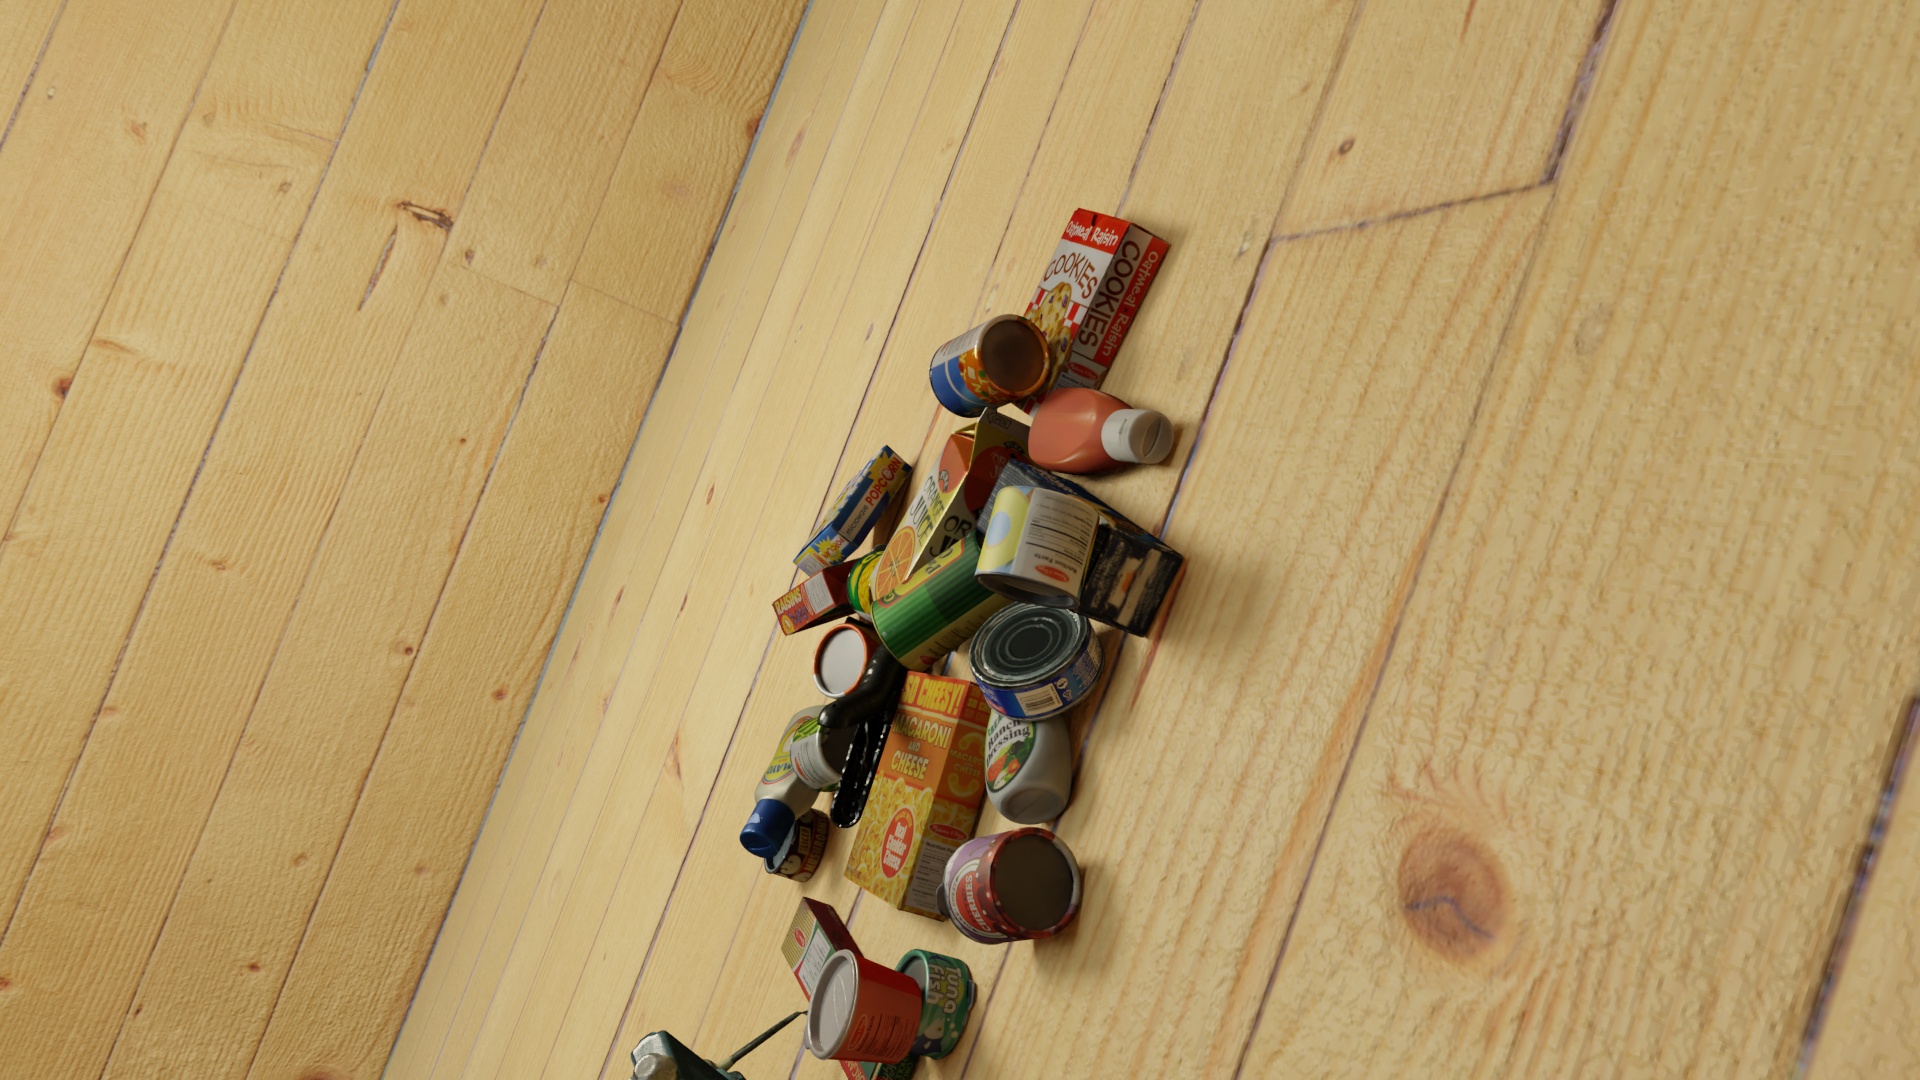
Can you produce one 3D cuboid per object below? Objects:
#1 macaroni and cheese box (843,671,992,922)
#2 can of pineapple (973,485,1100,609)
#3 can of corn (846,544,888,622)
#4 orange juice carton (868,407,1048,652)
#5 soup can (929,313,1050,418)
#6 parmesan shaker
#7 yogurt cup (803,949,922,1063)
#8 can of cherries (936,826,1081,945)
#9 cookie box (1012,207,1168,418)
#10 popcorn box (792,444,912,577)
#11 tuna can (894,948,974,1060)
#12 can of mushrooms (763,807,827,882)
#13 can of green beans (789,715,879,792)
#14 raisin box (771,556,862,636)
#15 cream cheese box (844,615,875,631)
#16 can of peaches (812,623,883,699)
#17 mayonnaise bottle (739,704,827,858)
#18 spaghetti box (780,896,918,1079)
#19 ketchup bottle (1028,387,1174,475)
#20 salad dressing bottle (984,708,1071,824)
[{"bbox_3d":[-0.026,0.185,1.035,0.123,0.040,0.166,-4,66,66],"label":"macaroni and cheese box"},{"bbox_3d":[0.046,0.005,0.847,0.071,0.071,0.058,-14,58,64],"label":"can of pineapple"},{"bbox_3d":[-0.059,0.040,1.209,0.058,0.071,0.071,8,77,66],"label":"can of corn"},{"bbox_3d":[0.004,-0.014,1.112,0.192,0.072,0.073,-60,24,20],"label":"orange juice carton"},{"bbox_3d":[0.024,-0.133,1.086,0.083,0.071,0.071,-13,57,63],"label":"soup can"},{"bbox_3d":[-0.007,0.045,1.055,0.103,0.071,0.071,-36,33,17],"label":"parmesan shaker"},{"bbox_3d":[-0.060,0.303,0.893,0.072,0.054,0.073,-49,29,40],"label":"yogurt cup"},{"bbox_3d":[0.029,0.211,0.844,0.058,0.071,0.072,-31,42,55],"label":"can of cherries"},{"bbox_3d":[0.090,-0.178,1.110,0.167,0.040,0.123,-64,22,9],"label":"cookie box"},{"bbox_3d":[-0.106,-0.026,1.365,0.085,0.038,0.127,-42,13,48],"label":"popcorn box"},{"bbox_3d":[-0.022,0.306,0.921,0.070,0.033,0.071,-49,29,39],"label":"tuna can"},{"bbox_3d":[-0.146,0.269,1.240,0.070,0.033,0.071,-49,28,38],"label":"can of mushrooms"},{"bbox_3d":[-0.104,0.178,1.186,0.057,0.071,0.071,-30,43,55],"label":"can of green beans"},{"bbox_3d":[-0.112,0.048,1.295,0.123,0.086,0.040,-31,79,56],"label":"raisin box"},{"bbox_3d":[-0.092,0.107,1.280,0.053,0.024,0.104,-68,22,1],"label":"cream cheese box"},{"bbox_3d":[-0.083,0.106,1.188,0.071,0.058,0.071,-16,65,37],"label":"can of peaches"},{"bbox_3d":[-0.148,0.211,1.224,0.064,0.041,0.149,-18,30,34],"label":"mayonnaise bottle"},{"bbox_3d":[-0.088,0.341,1.044,0.050,0.029,0.250,-67,22,1],"label":"spaghetti box"},{"bbox_3d":[0.099,-0.077,0.991,0.149,0.043,0.064,16,85,68],"label":"ketchup bottle"},{"bbox_3d":[0.042,0.120,0.937,0.064,0.044,0.148,-47,29,30],"label":"salad dressing bottle"}]
